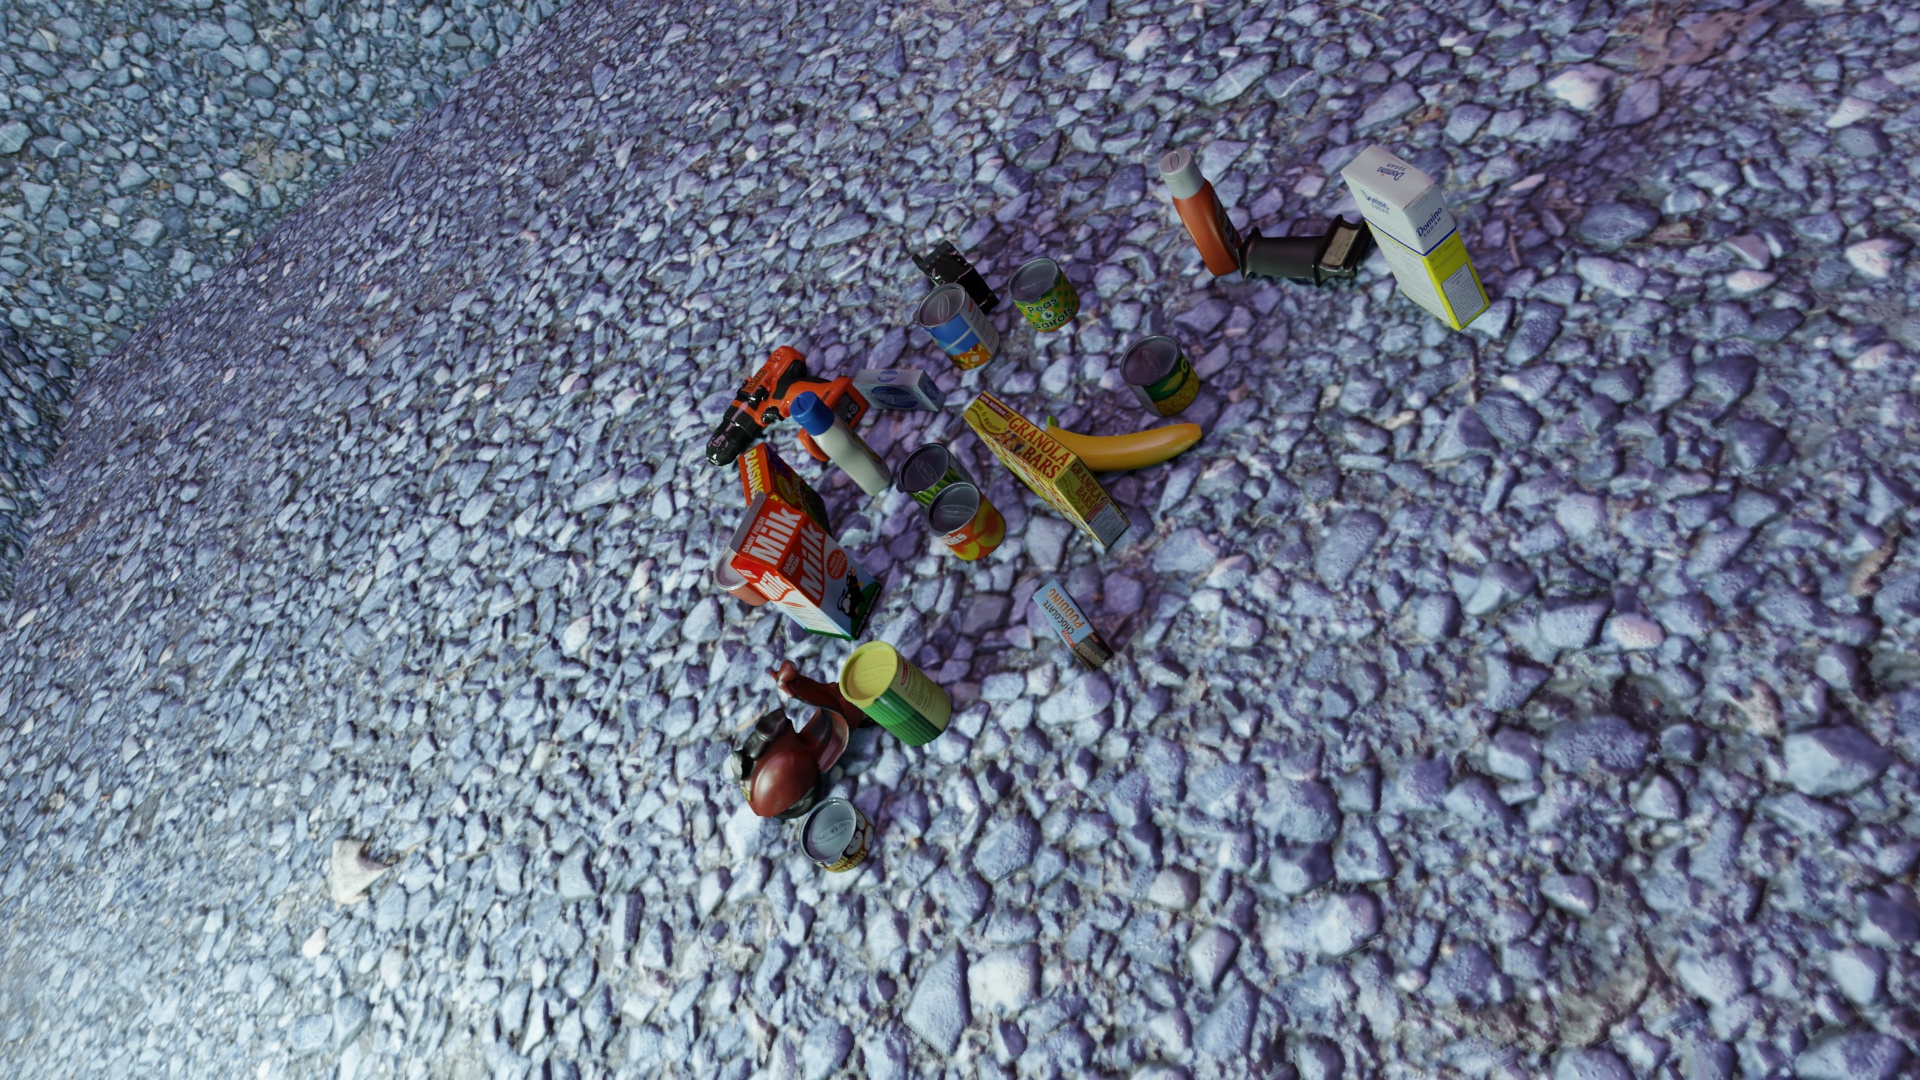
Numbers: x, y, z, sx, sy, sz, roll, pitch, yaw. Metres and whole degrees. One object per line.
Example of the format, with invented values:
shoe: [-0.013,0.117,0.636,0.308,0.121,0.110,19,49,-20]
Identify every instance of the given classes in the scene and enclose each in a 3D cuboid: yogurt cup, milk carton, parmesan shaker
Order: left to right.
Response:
yogurt cup: [-0.241,0.039,1.597,0.072,0.053,0.073,-19,49,23]
milk carton: [-0.171,0.027,1.459,0.073,0.190,0.072,6,62,38]
parmesan shaker: [-0.062,0.153,1.350,0.071,0.103,0.071,-19,49,23]

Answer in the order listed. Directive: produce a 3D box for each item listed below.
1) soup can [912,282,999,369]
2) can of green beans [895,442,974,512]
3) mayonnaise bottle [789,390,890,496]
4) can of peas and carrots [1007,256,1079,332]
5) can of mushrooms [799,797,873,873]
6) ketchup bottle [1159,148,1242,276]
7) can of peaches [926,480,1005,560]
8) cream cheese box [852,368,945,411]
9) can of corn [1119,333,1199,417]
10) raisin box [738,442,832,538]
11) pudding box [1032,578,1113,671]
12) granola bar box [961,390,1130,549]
soup can: [-0.004,-0.249,1.627,0.071,0.083,0.072,-19,49,23]
can of green beans: [-0.026,-0.064,1.521,0.071,0.057,0.071,-19,49,23]
mayonnaise bottle: [-0.136,-0.112,1.570,0.041,0.147,0.065,-38,44,6]
can of peas and carrots: [0.097,-0.281,1.598,0.071,0.058,0.071,-19,49,23]
can of mushrooms: [-0.119,0.286,1.339,0.071,0.033,0.071,-19,49,23]
ketchup bottle: [0.255,-0.350,1.474,0.043,0.148,0.065,-16,51,26]
can of peaches: [0.005,-0.018,1.464,0.071,0.058,0.071,-19,49,23]
cream cheese box: [-0.073,-0.178,1.643,0.104,0.053,0.024,6,62,38]
can of corn: [0.209,-0.172,1.437,0.071,0.058,0.071,-19,49,23]
raisin box: [-0.198,-0.043,1.579,0.040,0.123,0.086,-30,46,14]
pudding box: [0.107,0.080,1.324,0.030,0.049,0.084,-39,44,5]
granola bar box: [0.086,-0.073,1.401,0.039,0.124,0.166,-46,44,-3]
